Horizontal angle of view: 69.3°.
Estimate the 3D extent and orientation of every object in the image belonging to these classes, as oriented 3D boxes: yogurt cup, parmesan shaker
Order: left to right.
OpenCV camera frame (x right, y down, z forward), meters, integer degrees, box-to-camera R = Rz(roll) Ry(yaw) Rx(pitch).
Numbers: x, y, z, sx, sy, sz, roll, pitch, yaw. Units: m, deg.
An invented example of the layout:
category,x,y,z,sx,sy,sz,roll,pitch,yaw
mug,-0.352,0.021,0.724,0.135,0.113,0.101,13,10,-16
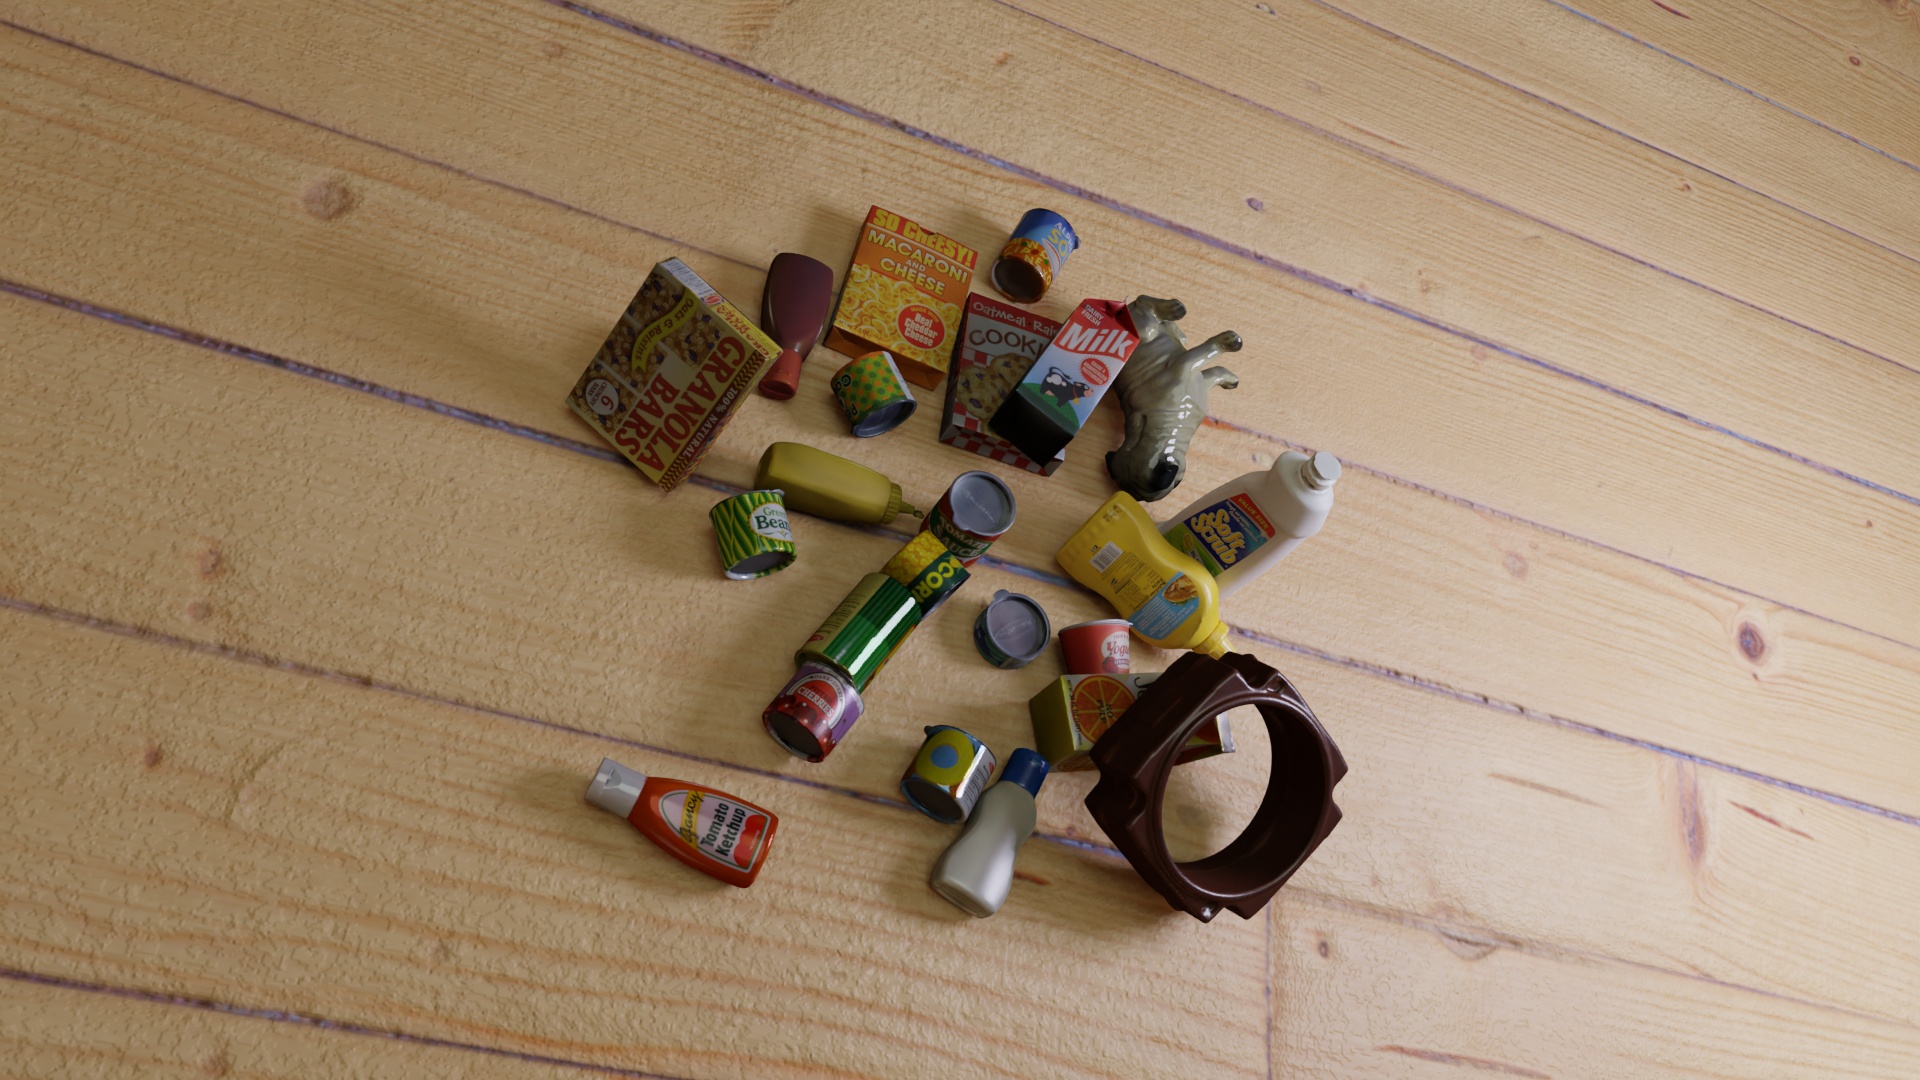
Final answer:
category,x,y,z,sx,sy,sz,roll,pitch,yaw
parmesan shaker,-0.086,0.085,1.213,0.071,0.071,0.103,41,56,0
yogurt cup,0.128,0.107,1.302,0.072,0.072,0.054,1,73,-24

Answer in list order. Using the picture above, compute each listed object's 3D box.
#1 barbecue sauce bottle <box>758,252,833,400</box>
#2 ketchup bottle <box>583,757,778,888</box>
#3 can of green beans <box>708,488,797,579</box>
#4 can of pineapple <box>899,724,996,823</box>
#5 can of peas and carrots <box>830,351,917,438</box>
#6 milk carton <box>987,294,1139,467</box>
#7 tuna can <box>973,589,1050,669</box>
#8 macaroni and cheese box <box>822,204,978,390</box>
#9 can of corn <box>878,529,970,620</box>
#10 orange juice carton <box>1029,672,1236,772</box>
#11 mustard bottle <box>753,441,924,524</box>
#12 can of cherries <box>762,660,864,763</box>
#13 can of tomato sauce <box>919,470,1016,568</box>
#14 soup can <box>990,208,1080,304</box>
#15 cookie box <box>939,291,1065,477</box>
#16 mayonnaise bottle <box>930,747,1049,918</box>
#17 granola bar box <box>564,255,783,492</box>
category,x,y,z,sx,sy,sz,roll,pitch,yaw
barbecue sauce bottle,-0.164,-0.206,1.342,0.065,0.043,0.149,16,60,-16
ketchup bottle,-0.223,0.219,1.102,0.149,0.043,0.065,26,58,-9
can of green beans,-0.182,-0.004,1.218,0.071,0.071,0.058,-8,69,-27
can of pineapple,-0.012,0.200,1.192,0.071,0.070,0.058,35,57,-4
can of peas and carrots,-0.086,-0.139,1.330,0.071,0.070,0.059,-20,74,-30
milk carton,0.113,-0.170,1.380,0.073,0.072,0.191,38,56,-4
tuna can,0.046,0.083,1.295,0.071,0.032,0.071,10,62,-19
macaroni and cheese box,-0.058,-0.249,1.412,0.124,0.040,0.167,22,59,-14
can of corn,-0.034,0.032,1.263,0.058,0.071,0.071,47,56,5
orange juice carton,0.168,0.167,1.283,0.193,0.072,0.072,1,65,-24
mustard bottle,-0.107,-0.046,1.278,0.160,0.065,0.049,17,65,-22
can of cherries,-0.124,0.143,1.167,0.071,0.071,0.059,41,57,-1
can of tomato sauce,0.005,-0.016,1.297,0.071,0.082,0.071,10,62,-19
soup can,0.080,-0.303,1.484,0.071,0.071,0.084,33,57,-6
cookie box,0.051,-0.161,1.416,0.123,0.040,0.168,17,59,-16
mayonnaise bottle,0.032,0.249,1.202,0.065,0.041,0.149,36,55,-6
granola bar box,-0.249,-0.143,1.203,0.124,0.165,0.039,42,27,-1
